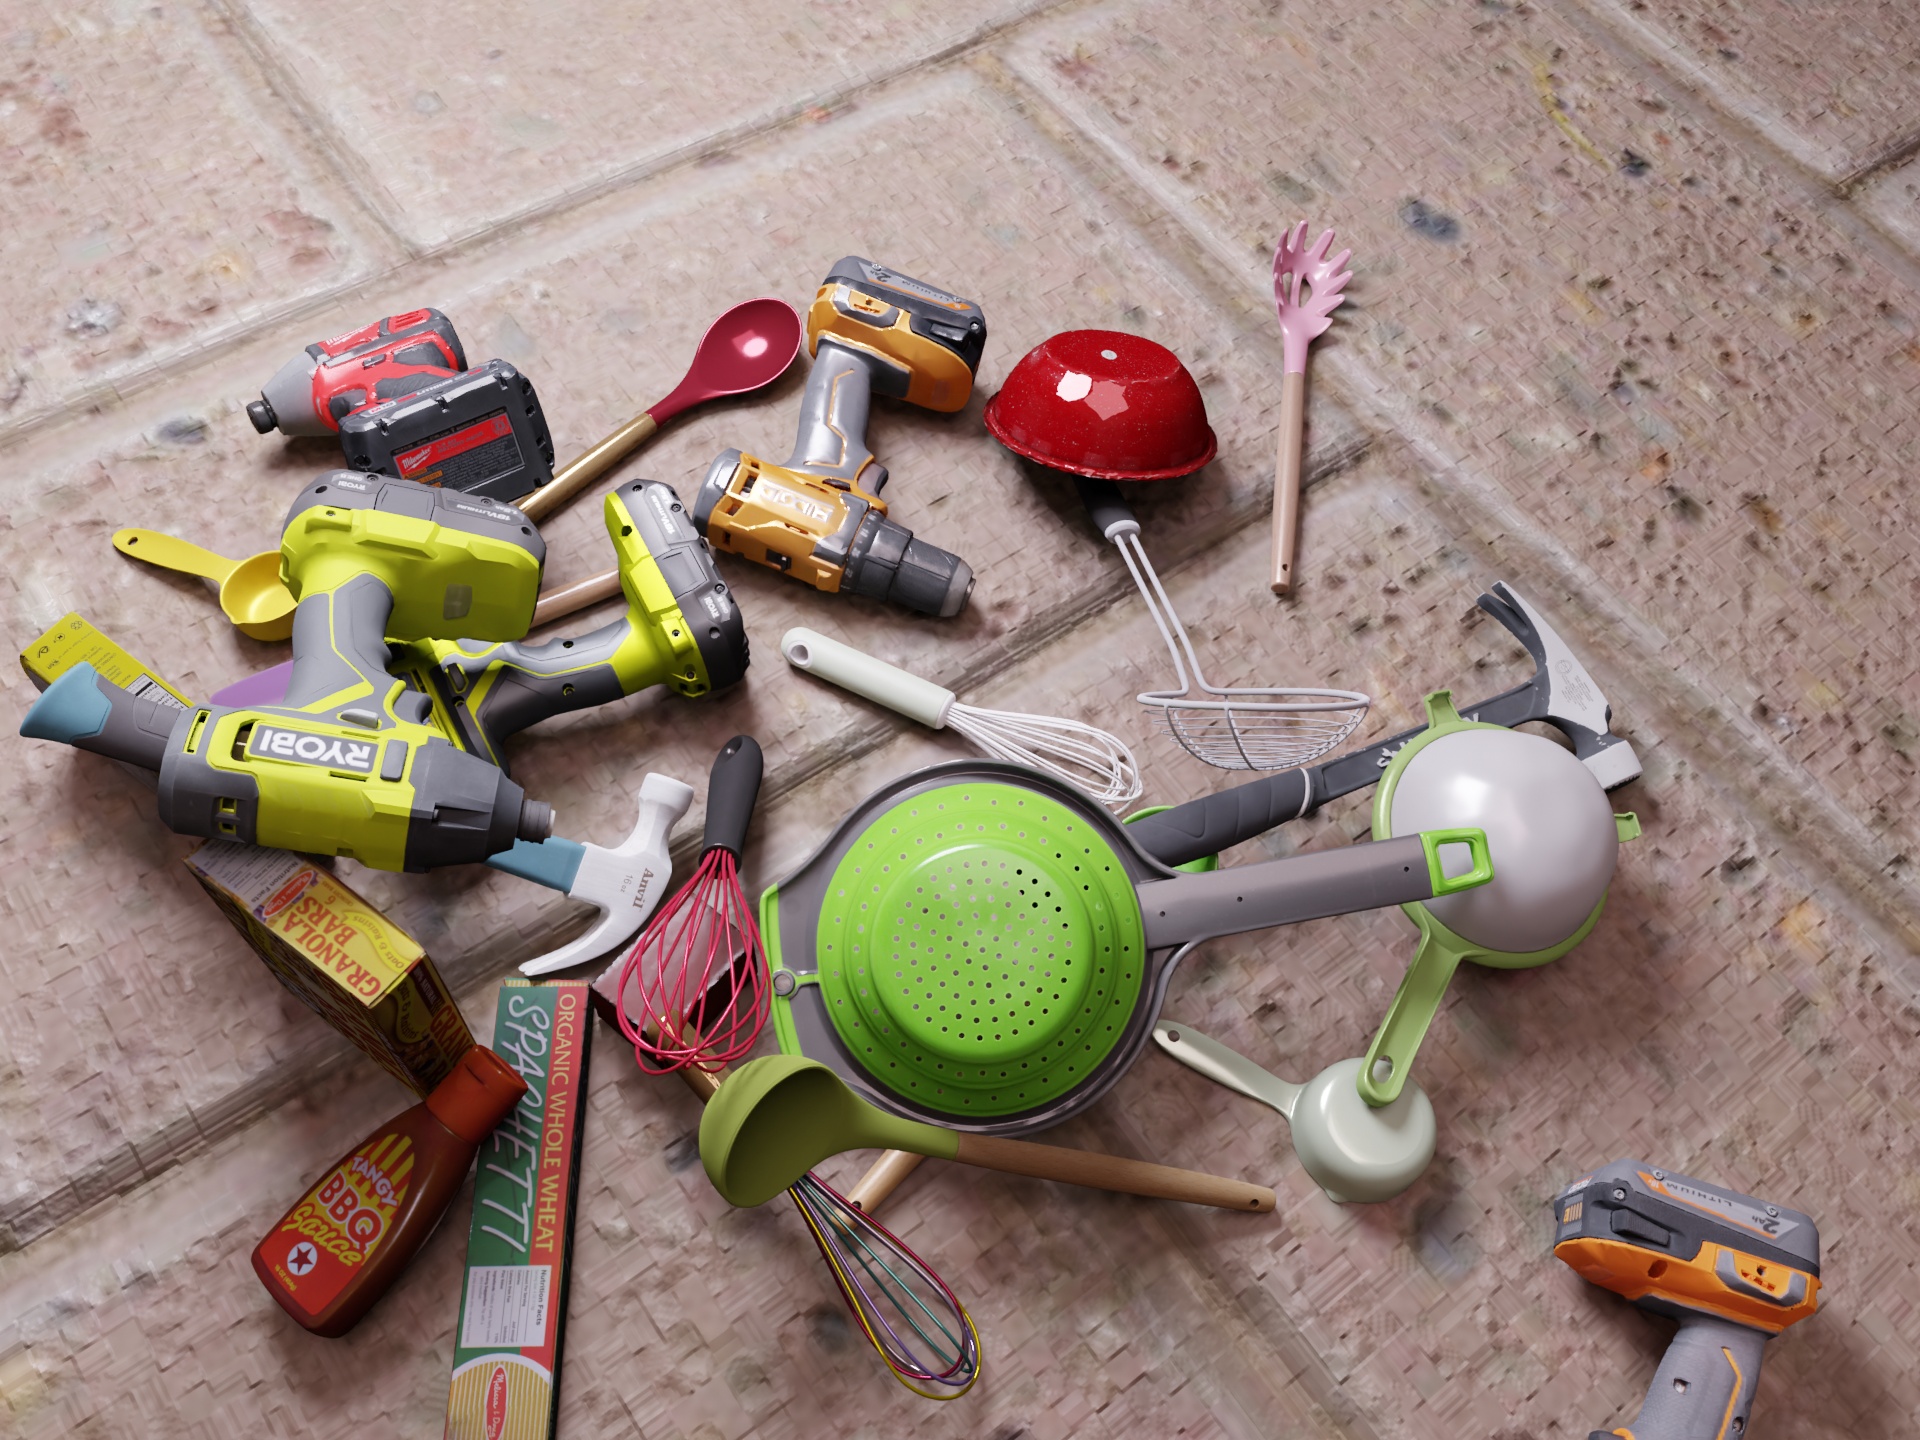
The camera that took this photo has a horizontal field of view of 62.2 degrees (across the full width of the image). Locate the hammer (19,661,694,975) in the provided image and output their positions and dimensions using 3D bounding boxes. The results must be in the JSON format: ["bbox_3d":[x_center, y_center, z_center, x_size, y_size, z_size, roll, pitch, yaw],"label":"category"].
[{"bbox_3d":[-0.313,0.043,0.845,0.330,0.033,0.128,22,79,-24],"label":"hammer"}]

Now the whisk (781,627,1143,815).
[{"bbox_3d":[-0.002,-0.003,0.983,0.246,0.057,0.059,24,27,12],"label":"whisk"}]

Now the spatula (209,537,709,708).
[{"bbox_3d":[-0.303,-0.052,0.995,0.316,0.018,0.060,-24,78,-17],"label":"spatula"}]

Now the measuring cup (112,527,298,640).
[{"bbox_3d":[-0.470,-0.090,1.003,0.156,0.029,0.062,18,60,19],"label":"measuring cup"}]

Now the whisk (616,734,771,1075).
[{"bbox_3d":[-0.129,0.086,0.846,0.073,0.073,0.296,3,28,-4],"label":"whisk"}]

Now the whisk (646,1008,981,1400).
[{"bbox_3d":[-0.077,0.245,0.808,0.047,0.051,0.245,-41,83,-14],"label":"whisk"}]

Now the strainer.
[{"bbox_3d":[0.291,0.101,0.886,0.151,0.069,0.256,34,64,1],"label":"strainer"}]

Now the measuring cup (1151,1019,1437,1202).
[{"bbox_3d":[0.184,0.203,0.881,0.167,0.038,0.083,26,62,7],"label":"measuring cup"}]

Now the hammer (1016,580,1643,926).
[{"bbox_3d":[0.217,0.032,0.953,0.409,0.036,0.149,-18,75,-20],"label":"hammer"}]

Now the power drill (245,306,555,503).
[{"bbox_3d":[-0.356,-0.193,0.999,0.143,0.078,0.220,-28,39,-23],"label":"power drill"}]

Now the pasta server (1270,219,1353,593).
[{"bbox_3d":[0.239,-0.227,1.133,0.060,0.040,0.316,15,61,-9],"label":"pasta server"}]

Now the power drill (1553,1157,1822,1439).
[{"bbox_3d":[0.338,0.344,0.794,0.164,0.084,0.227,17,64,5],"label":"power drill"}]

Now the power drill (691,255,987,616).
[{"bbox_3d":[-0.052,-0.182,1.058,0.185,0.084,0.226,22,65,1],"label":"power drill"}]

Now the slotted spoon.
[{"bbox_3d":[0.038,0.166,0.898,0.070,0.031,0.314,40,67,13],"label":"slotted spoon"}]

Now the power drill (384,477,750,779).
[{"bbox_3d":[-0.261,-0.054,0.954,0.228,0.080,0.191,-26,74,-14],"label":"power drill"}]

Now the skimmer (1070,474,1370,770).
[{"bbox_3d":[0.128,-0.100,0.973,0.127,0.090,0.364,-2,45,-19],"label":"skimmer"}]

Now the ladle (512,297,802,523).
[{"bbox_3d":[-0.229,-0.188,1.074,0.069,0.031,0.315,40,66,19],"label":"ladle"}]

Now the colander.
[{"bbox_3d":[0.091,0.103,0.822,0.397,0.094,0.204,-10,83,-1],"label":"colander"}]

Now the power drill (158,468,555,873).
[{"bbox_3d":[-0.285,-0.022,0.807,0.171,0.080,0.223,10,43,-15],"label":"power drill"}]

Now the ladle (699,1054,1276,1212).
[{"bbox_3d":[0.024,0.226,0.803,0.320,0.078,0.062,15,14,-18],"label":"ladle"}]
